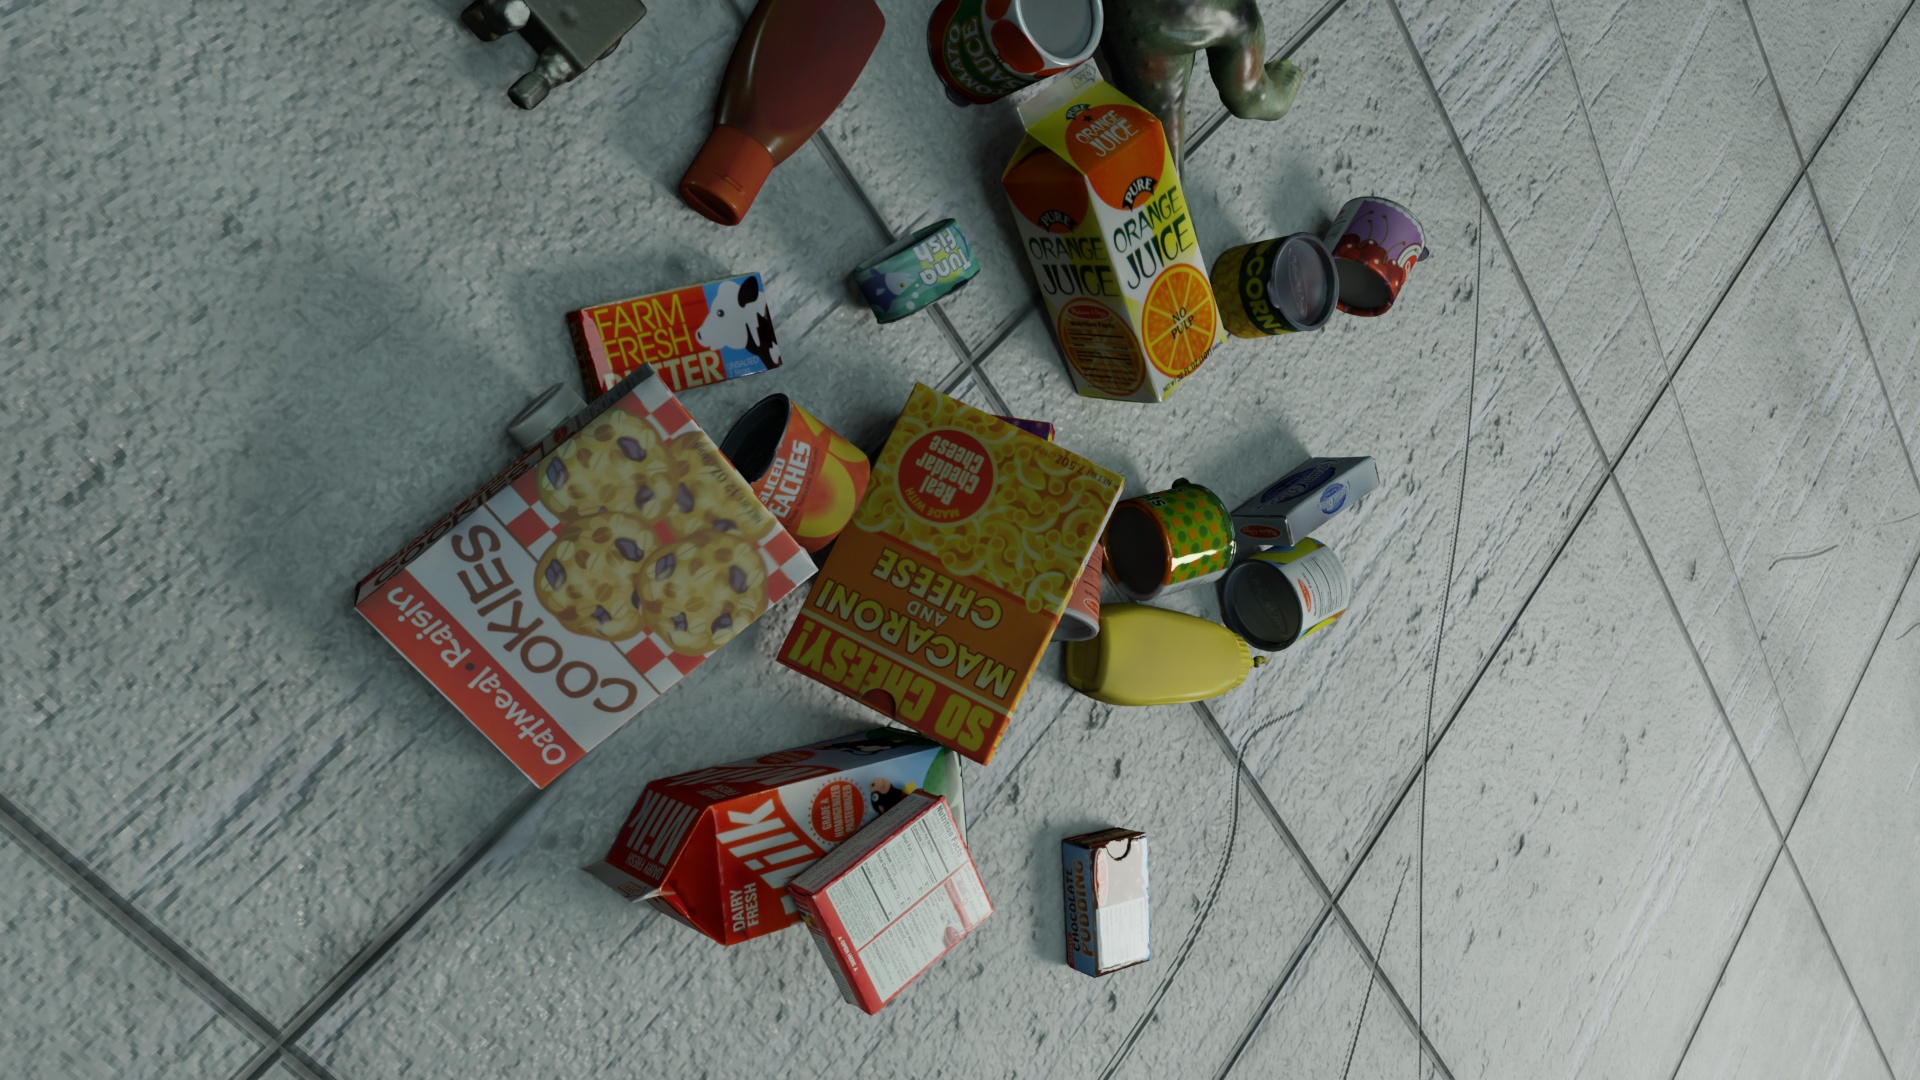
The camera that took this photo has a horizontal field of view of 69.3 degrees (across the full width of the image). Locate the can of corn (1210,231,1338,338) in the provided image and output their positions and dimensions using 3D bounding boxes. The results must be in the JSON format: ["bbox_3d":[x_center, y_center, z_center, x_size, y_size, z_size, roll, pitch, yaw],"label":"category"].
[{"bbox_3d":[0.211,-0.172,0.945,0.071,0.058,0.071,0,91,-36],"label":"can of corn"}]

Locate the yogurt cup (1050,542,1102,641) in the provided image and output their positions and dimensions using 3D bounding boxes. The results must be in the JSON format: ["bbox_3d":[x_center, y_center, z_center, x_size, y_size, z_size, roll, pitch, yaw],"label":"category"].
[{"bbox_3d":[0.054,0.025,0.831,0.072,0.072,0.054,25,68,-33],"label":"yogurt cup"}]

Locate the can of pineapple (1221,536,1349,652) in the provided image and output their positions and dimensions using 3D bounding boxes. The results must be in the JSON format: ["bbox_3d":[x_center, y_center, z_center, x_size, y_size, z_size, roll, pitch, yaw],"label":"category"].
[{"bbox_3d":[0.221,0.036,0.947,0.058,0.071,0.071,-20,102,-38],"label":"can of pineapple"}]

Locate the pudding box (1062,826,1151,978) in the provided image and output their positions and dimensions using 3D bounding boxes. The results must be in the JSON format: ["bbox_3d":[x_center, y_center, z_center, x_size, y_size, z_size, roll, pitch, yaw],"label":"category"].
[{"bbox_3d":[0.093,0.227,0.878,0.050,0.030,0.083,-4,92,-34],"label":"pudding box"}]

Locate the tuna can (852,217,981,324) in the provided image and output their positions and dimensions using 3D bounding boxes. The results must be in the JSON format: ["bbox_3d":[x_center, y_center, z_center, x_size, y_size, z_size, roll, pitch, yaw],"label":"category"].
[{"bbox_3d":[-0.023,-0.150,0.770,0.071,0.071,0.032,-39,111,-29],"label":"tuna can"}]

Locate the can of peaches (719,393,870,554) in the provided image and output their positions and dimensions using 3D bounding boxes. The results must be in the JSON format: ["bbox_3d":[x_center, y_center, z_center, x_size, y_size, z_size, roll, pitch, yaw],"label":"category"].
[{"bbox_3d":[-0.089,-0.033,0.724,0.058,0.071,0.071,36,70,-31],"label":"can of peaches"}]

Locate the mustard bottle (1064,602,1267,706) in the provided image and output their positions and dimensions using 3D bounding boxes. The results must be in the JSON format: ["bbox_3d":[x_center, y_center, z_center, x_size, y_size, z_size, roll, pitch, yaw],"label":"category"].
[{"bbox_3d":[0.140,0.077,0.900,0.160,0.049,0.065,8,86,-36],"label":"mustard bottle"}]

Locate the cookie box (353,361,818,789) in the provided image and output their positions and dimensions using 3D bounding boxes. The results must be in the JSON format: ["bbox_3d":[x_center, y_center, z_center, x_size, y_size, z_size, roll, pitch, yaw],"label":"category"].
[{"bbox_3d":[-0.172,0.017,0.647,0.167,0.040,0.122,-39,113,-4],"label":"cookie box"}]

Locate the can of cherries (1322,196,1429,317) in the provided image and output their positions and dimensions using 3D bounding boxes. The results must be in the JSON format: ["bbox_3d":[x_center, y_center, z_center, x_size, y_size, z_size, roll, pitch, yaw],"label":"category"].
[{"bbox_3d":[0.293,-0.202,0.997,0.071,0.071,0.058,44,67,-27],"label":"can of cherries"}]

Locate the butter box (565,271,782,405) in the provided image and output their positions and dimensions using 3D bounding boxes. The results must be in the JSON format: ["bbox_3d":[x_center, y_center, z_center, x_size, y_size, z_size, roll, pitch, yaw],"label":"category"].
[{"bbox_3d":[-0.146,-0.102,0.712,0.104,0.024,0.053,-21,101,-34],"label":"butter box"}]

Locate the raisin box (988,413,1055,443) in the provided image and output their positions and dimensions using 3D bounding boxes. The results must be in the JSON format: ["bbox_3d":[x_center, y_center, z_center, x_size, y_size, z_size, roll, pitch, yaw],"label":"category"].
[{"bbox_3d":[0.003,-0.010,0.782,0.086,0.040,0.123,8,84,7],"label":"raisin box"}]

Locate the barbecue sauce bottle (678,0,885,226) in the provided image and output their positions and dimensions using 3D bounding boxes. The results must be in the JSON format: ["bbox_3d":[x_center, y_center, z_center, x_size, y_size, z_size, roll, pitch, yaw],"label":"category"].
[{"bbox_3d":[-0.098,-0.236,0.735,0.065,0.043,0.149,36,71,-30],"label":"barbecue sauce bottle"}]

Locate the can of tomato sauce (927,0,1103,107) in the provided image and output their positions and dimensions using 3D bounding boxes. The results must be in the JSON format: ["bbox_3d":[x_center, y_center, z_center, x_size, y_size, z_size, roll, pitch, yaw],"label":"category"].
[{"bbox_3d":[0.030,-0.294,0.801,0.071,0.083,0.071,0,90,-36],"label":"can of tomato sauce"}]

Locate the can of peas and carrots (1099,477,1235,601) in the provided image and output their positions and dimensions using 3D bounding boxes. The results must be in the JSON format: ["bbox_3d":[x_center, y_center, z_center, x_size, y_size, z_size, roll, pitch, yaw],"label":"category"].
[{"bbox_3d":[0.130,-0.001,0.883,0.059,0.071,0.071,-14,98,-34],"label":"can of peas and carrots"}]

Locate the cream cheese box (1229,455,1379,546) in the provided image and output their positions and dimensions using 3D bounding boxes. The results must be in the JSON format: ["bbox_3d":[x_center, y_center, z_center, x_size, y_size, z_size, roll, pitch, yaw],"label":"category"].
[{"bbox_3d":[0.240,-0.029,0.968,0.104,0.053,0.024,-30,109,-32],"label":"cream cheese box"}]

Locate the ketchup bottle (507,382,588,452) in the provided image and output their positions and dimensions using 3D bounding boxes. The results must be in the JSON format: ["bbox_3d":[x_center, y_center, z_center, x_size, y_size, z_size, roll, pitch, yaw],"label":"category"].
[{"bbox_3d":[-0.160,-0.011,0.690,0.065,0.043,0.148,-46,115,-17],"label":"ketchup bottle"}]

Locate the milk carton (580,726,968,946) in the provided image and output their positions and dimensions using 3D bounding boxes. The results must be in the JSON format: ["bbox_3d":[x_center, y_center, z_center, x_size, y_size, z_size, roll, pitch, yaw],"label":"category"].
[{"bbox_3d":[-0.093,0.153,0.719,0.191,0.072,0.073,-8,95,-35],"label":"milk carton"}]

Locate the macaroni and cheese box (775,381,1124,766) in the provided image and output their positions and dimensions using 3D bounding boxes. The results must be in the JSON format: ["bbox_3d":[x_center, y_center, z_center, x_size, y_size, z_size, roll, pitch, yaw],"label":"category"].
[{"bbox_3d":[-0.005,0.017,0.734,0.124,0.040,0.166,25,82,9],"label":"macaroni and cheese box"}]

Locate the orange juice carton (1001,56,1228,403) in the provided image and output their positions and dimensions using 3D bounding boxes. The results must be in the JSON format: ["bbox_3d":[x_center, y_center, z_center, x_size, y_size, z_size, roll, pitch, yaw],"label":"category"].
[{"bbox_3d":[0.088,-0.182,0.830,0.072,0.073,0.192,-40,122,-28],"label":"orange juice carton"}]
